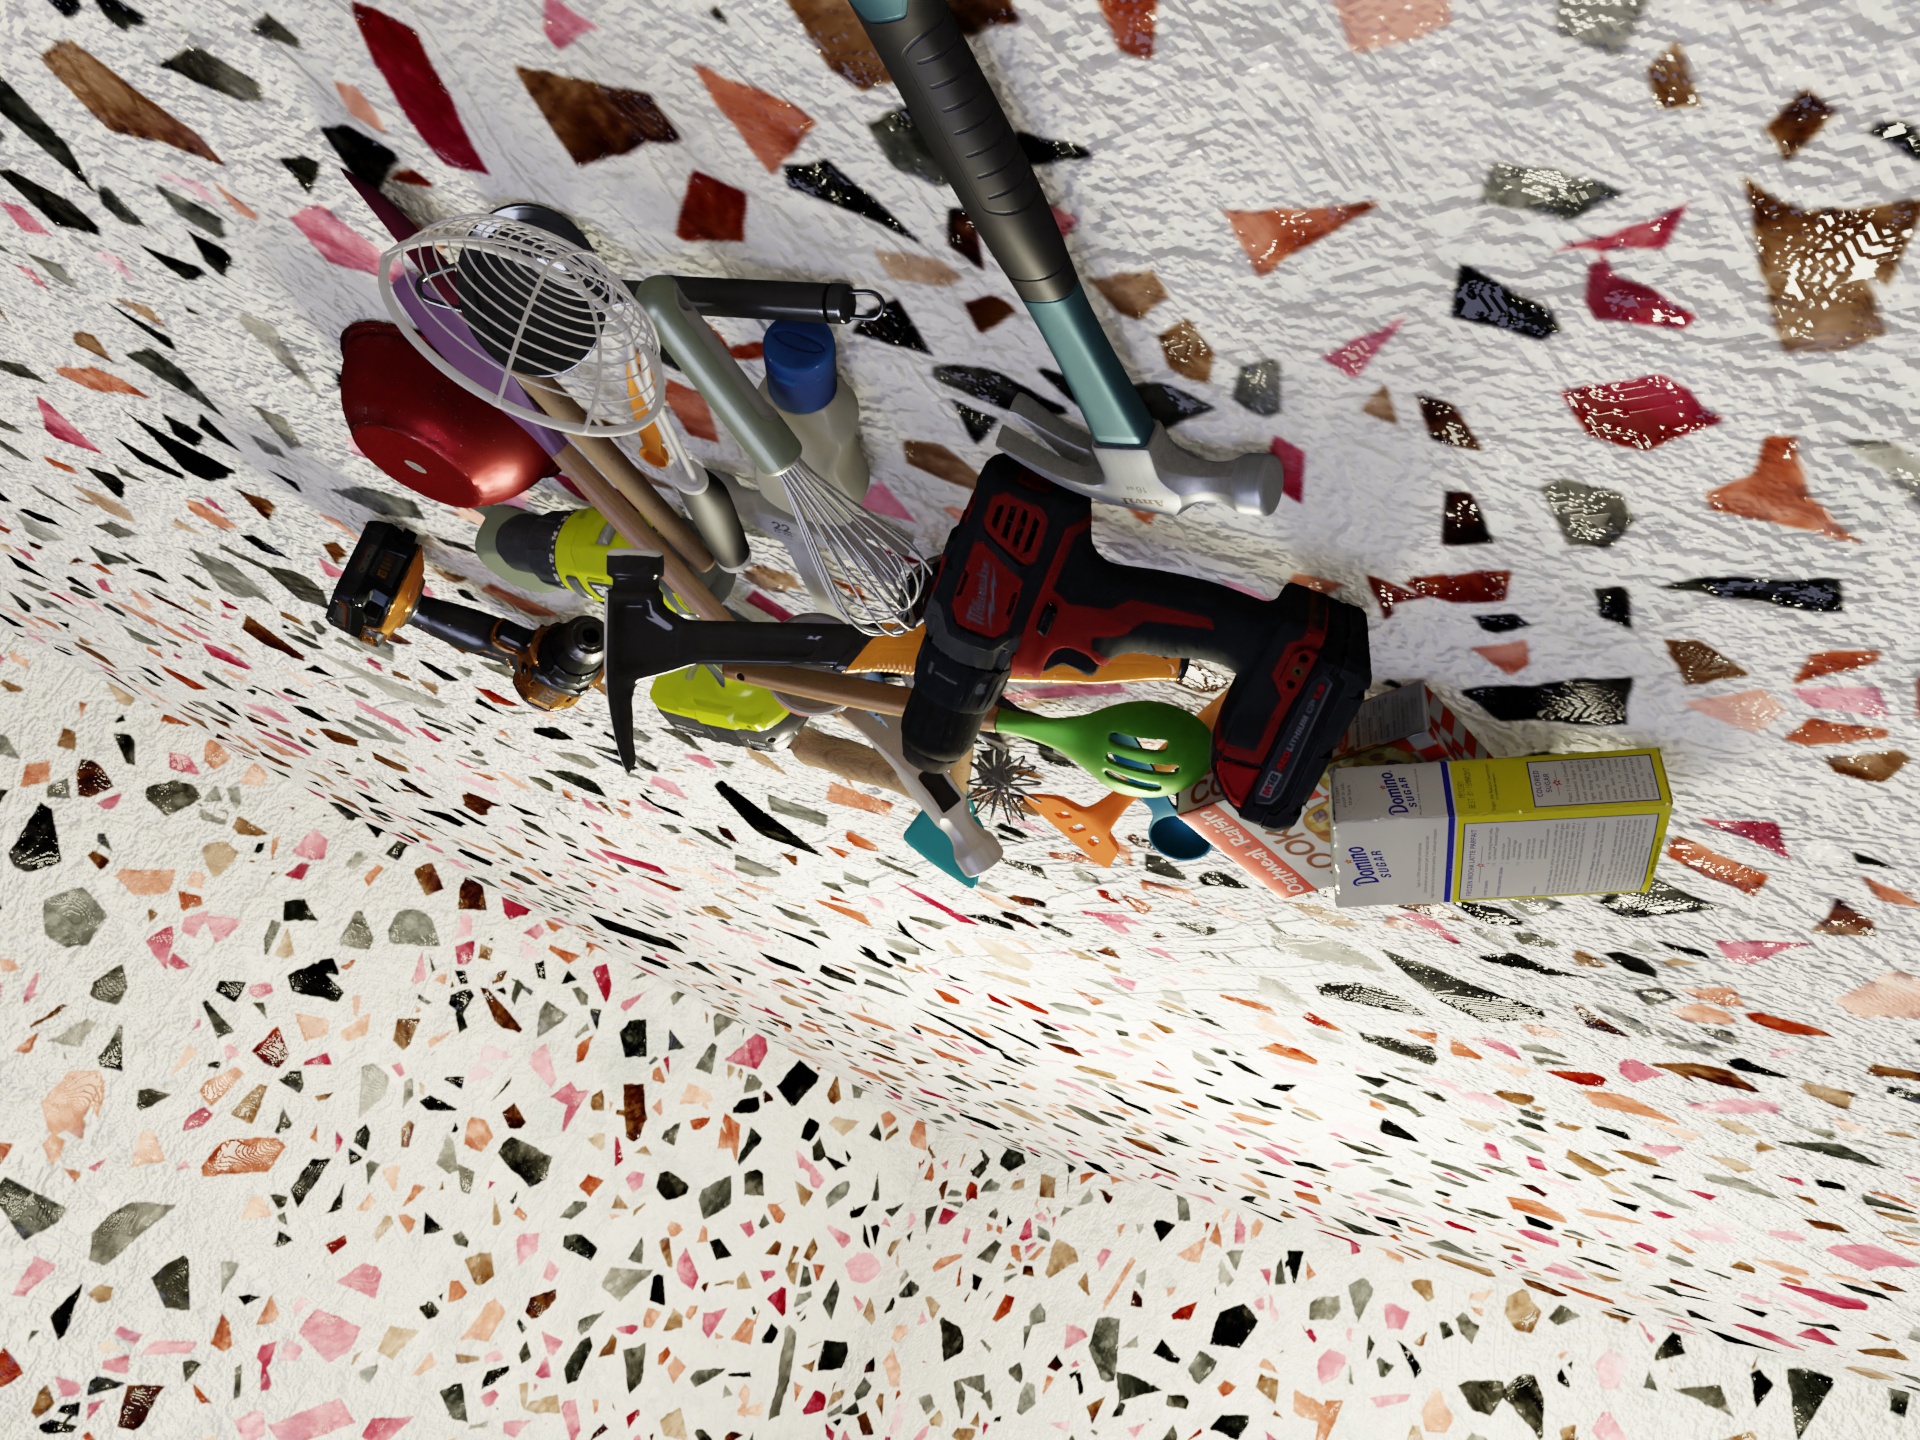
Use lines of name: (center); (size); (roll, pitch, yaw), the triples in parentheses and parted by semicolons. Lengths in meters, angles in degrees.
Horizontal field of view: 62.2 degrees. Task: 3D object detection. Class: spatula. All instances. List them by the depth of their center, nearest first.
spatula: (-0.232, -0.149, 0.988); (0.315, 0.018, 0.060); (48, 153, -23)
spatula: (0.131, 0.021, 1.013); (0.081, 0.041, 0.322); (41, 142, -1)
spatula: (-0.005, 0.056, 1.308); (0.082, 0.044, 0.317); (35, 161, 12)

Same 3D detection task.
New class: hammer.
hammer: (0.033, -0.191, 0.662); (0.128, 0.033, 0.330); (9, 155, 32)
hammer: (-0.035, -0.033, 0.920); (0.337, 0.127, 0.034); (0, -173, -5)
hammer: (-0.073, -0.045, 1.139); (0.144, 0.035, 0.405); (17, 159, 17)
hammer: (-0.071, 0.030, 1.160); (0.130, 0.031, 0.331); (57, 165, -15)

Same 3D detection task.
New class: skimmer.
skimmer: (-0.175, -0.132, 0.806); (0.127, 0.090, 0.363); (49, 172, 15)

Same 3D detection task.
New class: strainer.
strainer: (-0.154, -0.213, 0.797); (0.258, 0.050, 0.086); (9, 113, 21)

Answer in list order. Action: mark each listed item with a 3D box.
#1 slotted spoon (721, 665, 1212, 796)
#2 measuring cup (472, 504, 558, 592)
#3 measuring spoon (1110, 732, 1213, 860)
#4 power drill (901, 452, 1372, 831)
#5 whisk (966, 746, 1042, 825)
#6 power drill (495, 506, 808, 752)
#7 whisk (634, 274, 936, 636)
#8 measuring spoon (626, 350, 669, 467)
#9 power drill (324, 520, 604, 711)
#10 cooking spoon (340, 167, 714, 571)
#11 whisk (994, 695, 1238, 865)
slotted spoon: (-0.002, -0.003, 0.976); (0.314, 0.031, 0.070); (11, 125, 14)
measuring cup: (-0.369, -0.146, 1.194); (0.167, 0.038, 0.083); (26, 160, -14)
measuring spoon: (0.120, 0.036, 0.994); (0.042, 0.021, 0.128); (-16, 122, 31)
power drill: (0.084, -0.022, 0.852); (0.226, 0.080, 0.187); (22, 119, 1)
whisk: (0.029, 0.040, 1.143); (0.055, 0.055, 0.239); (23, -177, -1)
power drill: (-0.218, -0.074, 1.165); (0.191, 0.080, 0.228); (10, 154, 29)
whisk: (-0.086, -0.128, 0.814); (0.059, 0.058, 0.246); (-25, 130, 17)
measuring spoon: (-0.184, -0.186, 0.945); (0.021, 0.011, 0.116); (22, 156, 3)
power drill: (-0.405, -0.083, 1.339); (0.226, 0.084, 0.185); (26, 160, -19)
cooking spoon: (-0.239, -0.191, 0.920); (0.318, 0.017, 0.069); (50, 179, -42)
whisk: (0.106, 0.026, 1.107); (0.285, 0.070, 0.070); (22, 161, 17)
